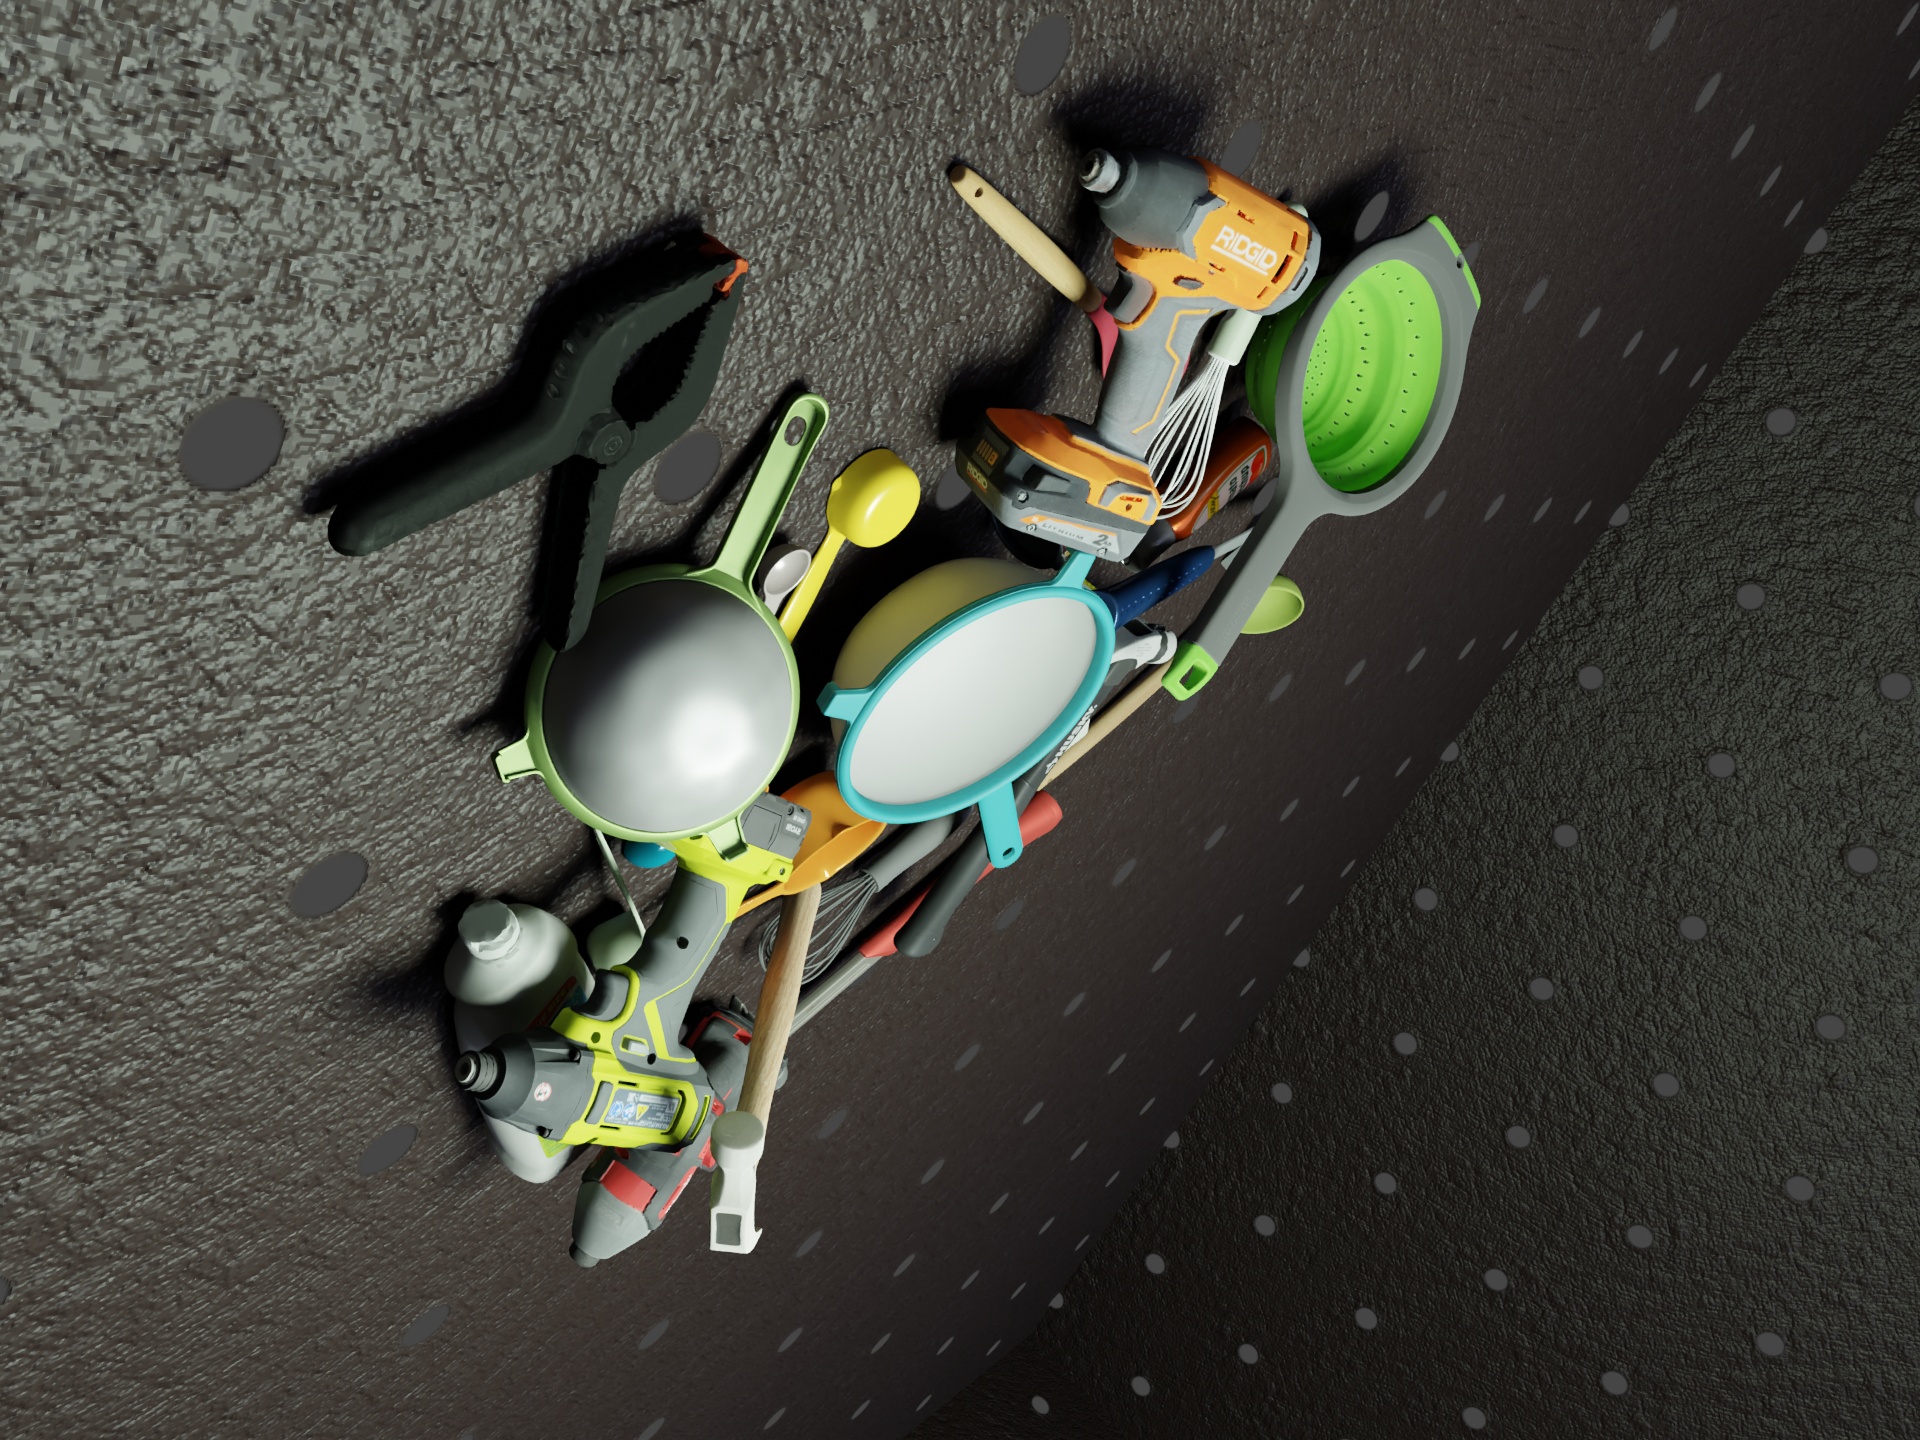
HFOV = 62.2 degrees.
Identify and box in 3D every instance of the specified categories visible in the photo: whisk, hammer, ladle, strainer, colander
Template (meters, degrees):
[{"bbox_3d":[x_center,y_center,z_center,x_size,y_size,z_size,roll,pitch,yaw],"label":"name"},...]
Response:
[{"bbox_3d":[-0.069,0.128,1.258,0.239,0.055,0.055,-39,154,-32],"label":"whisk"},{"bbox_3d":[-0.126,0.211,1.055,0.332,0.031,0.130,-84,-177,-60],"label":"hammer"},{"bbox_3d":[0.184,-0.255,1.145,0.058,0.059,0.246,-88,-158,-66],"label":"whisk"},{"bbox_3d":[0.069,-0.259,0.953,0.069,0.031,0.315,-55,154,10],"label":"ladle"},{"bbox_3d":[-0.002,-0.004,1.105,0.211,0.095,0.340,-31,151,-11],"label":"strainer"},{"bbox_3d":[-0.119,-0.050,0.817,0.151,0.069,0.256,25,90,-32],"label":"strainer"},{"bbox_3d":[0.238,-0.196,1.190,0.204,0.095,0.397,39,81,-44],"label":"colander"},{"bbox_3d":[0.043,0.058,1.258,0.334,0.035,0.146,-56,158,19],"label":"hammer"},{"bbox_3d":[0.195,-0.126,1.269,0.405,0.035,0.144,-29,162,-53],"label":"hammer"},{"bbox_3d":[-0.048,0.171,1.369,0.359,0.037,0.149,-39,154,-23],"label":"hammer"},{"bbox_3d":[0.191,-0.033,1.467,0.320,0.062,0.078,-40,154,-16],"label":"ladle"}]

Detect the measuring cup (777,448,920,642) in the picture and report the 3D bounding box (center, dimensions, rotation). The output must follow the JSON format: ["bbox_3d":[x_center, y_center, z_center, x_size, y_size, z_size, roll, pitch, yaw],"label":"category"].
[{"bbox_3d":[-0.073,-0.088,0.948,0.156,0.029,0.062,-59,155,15],"label":"measuring cup"}]

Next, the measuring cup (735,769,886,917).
[{"bbox_3d":[-0.134,0.093,1.080,0.173,0.052,0.095,-29,164,-22],"label":"measuring cup"}]

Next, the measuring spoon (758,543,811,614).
[{"bbox_3d":[-0.125,-0.057,0.931,0.034,0.018,0.124,-15,146,-53],"label":"measuring spoon"}]

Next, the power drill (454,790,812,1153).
[{"bbox_3d":[-0.185,0.132,0.913,0.171,0.080,0.223,29,80,-52],"label":"power drill"}]

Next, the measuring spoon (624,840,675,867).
[{"bbox_3d":[-0.164,0.071,1.034,0.128,0.021,0.042,-14,138,-54],"label":"measuring spoon"}]

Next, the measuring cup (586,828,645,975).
[{"bbox_3d":[-0.218,0.129,0.989,0.038,0.083,0.167,-24,132,-16],"label":"measuring cup"}]

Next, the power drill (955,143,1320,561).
[{"bbox_3d":[0.090,-0.216,0.921,0.164,0.084,0.226,13,118,-39],"label":"power drill"}]

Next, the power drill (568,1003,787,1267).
[{"bbox_3d":[-0.203,0.292,1.123,0.143,0.078,0.219,-56,178,7],"label":"power drill"}]

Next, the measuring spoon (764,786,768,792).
[{"bbox_3d":[-0.149,0.027,1.015,0.021,0.011,0.116,-47,153,-9],"label":"measuring spoon"}]
